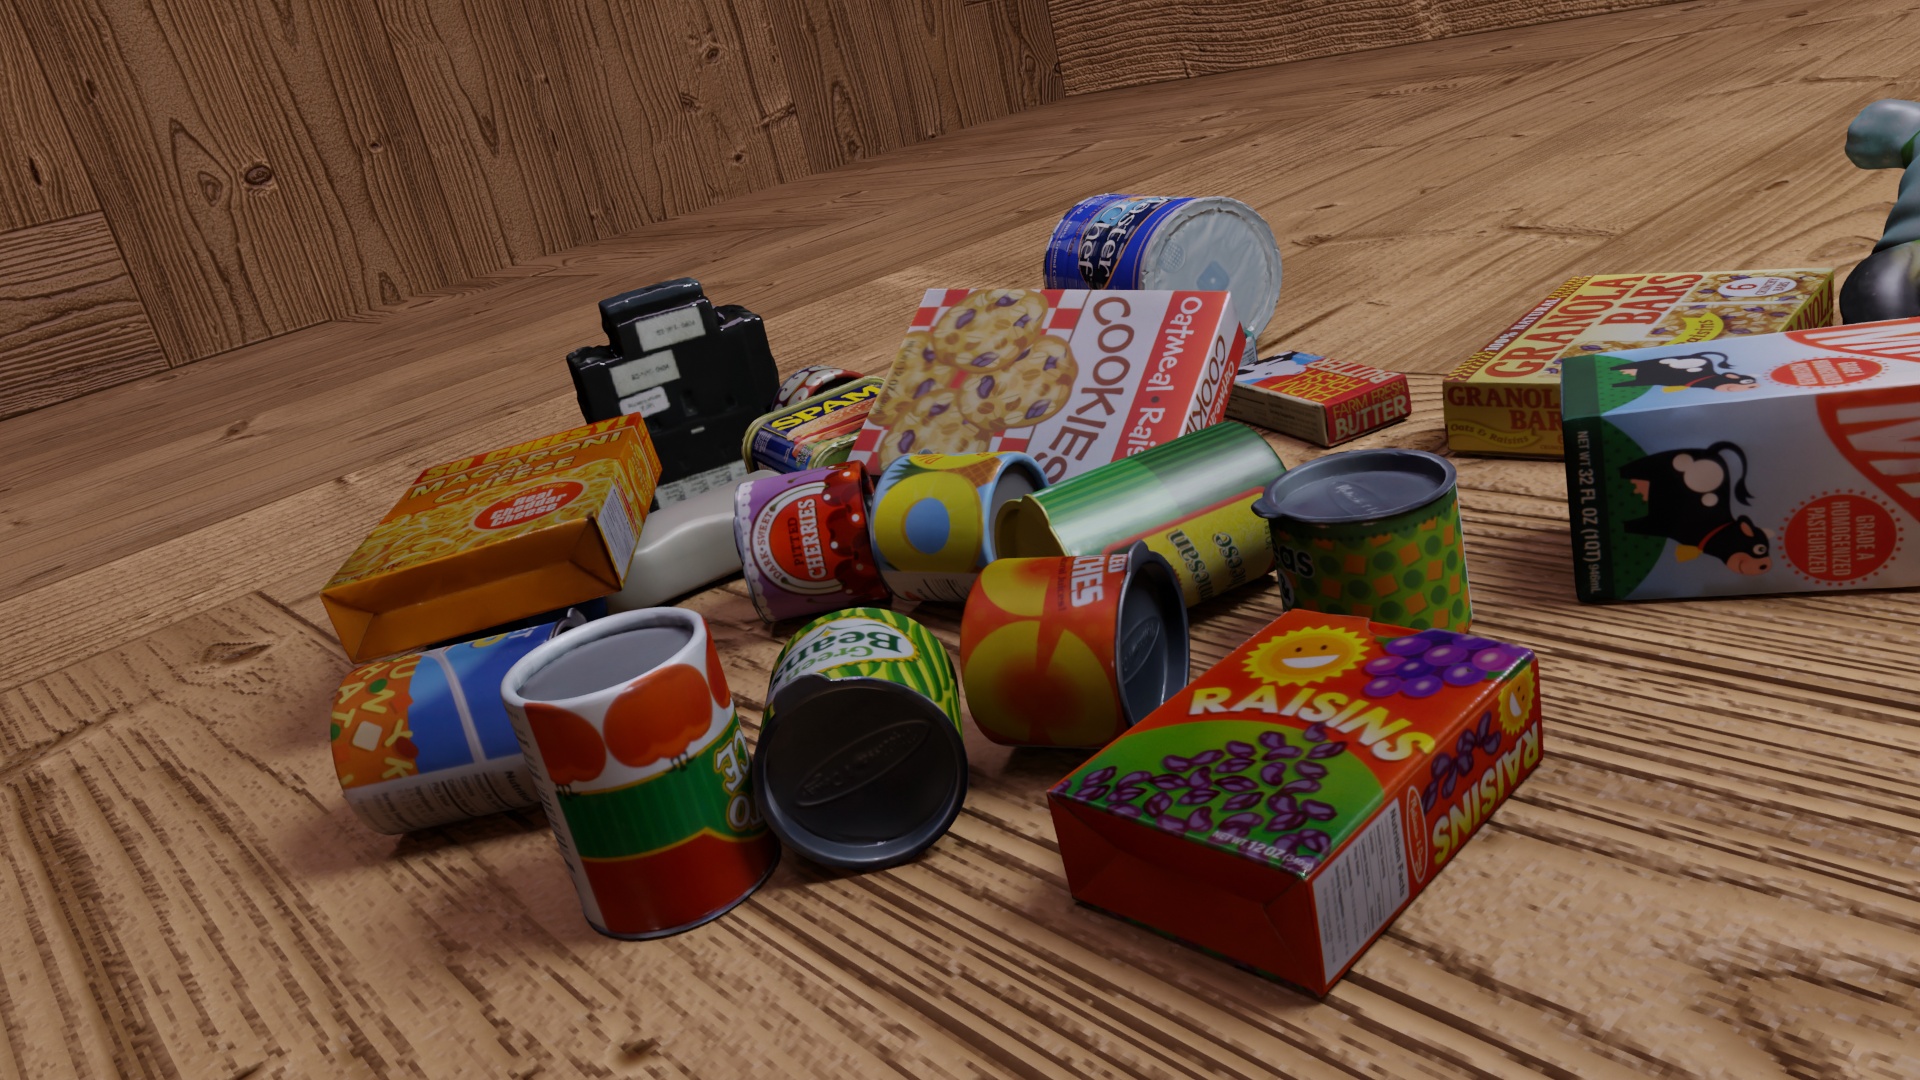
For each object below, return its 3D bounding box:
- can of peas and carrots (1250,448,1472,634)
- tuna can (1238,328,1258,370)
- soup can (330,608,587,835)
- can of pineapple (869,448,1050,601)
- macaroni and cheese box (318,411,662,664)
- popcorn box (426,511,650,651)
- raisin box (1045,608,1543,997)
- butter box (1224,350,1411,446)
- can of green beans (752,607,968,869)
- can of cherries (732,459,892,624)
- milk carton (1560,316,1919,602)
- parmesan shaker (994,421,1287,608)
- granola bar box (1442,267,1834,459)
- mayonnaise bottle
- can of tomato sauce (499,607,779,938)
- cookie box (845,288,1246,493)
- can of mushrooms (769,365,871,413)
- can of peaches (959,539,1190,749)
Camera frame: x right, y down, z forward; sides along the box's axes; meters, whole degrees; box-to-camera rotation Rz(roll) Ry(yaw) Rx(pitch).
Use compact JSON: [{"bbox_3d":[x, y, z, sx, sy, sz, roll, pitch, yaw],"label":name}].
[{"bbox_3d":[0.143,0.006,0.495,0.071,0.058,0.071,-13,20,5],"label":"can of peas and carrots"},{"bbox_3d":[0.141,-0.101,0.816,0.071,0.032,0.071,-12,21,5],"label":"tuna can"},{"bbox_3d":[-0.180,0.068,0.523,0.084,0.071,0.071,-13,20,4],"label":"soup can"},{"bbox_3d":[0.002,-0.008,0.606,0.058,0.070,0.071,0,24,31],"label":"can of pineapple"},{"bbox_3d":[-0.217,-0.007,0.672,0.124,0.040,0.167,-15,21,0],"label":"macaroni and cheese box"},{"bbox_3d":[-0.234,0.014,0.744,0.127,0.038,0.085,-24,21,-25],"label":"popcorn box"},{"bbox_3d":[0.098,0.066,0.397,0.124,0.040,0.086,-29,24,-37],"label":"raisin box"},{"bbox_3d":[0.185,-0.077,0.737,0.053,0.024,0.103,-20,21,-16],"label":"butter box"},{"bbox_3d":[-0.032,0.062,0.449,0.071,0.071,0.058,-13,20,2],"label":"can of green beans"},{"bbox_3d":[-0.066,0.000,0.630,0.058,0.071,0.072,-11,20,3],"label":"can of cherries"},{"bbox_3d":[0.308,-0.030,0.468,0.190,0.072,0.074,-4,22,24],"label":"milk carton"},{"bbox_3d":[0.074,-0.003,0.547,0.103,0.071,0.071,-21,21,-21],"label":"parmesan shaker"},{"bbox_3d":[0.320,-0.084,0.650,0.124,0.039,0.166,7,29,42],"label":"granola bar box"},{"bbox_3d":[-0.152,0.008,0.704,0.148,0.041,0.065,-25,23,-24],"label":"mayonnaise bottle"},{"bbox_3d":[-0.099,0.071,0.442,0.071,0.082,0.071,-12,20,5],"label":"can of tomato sauce"},{"bbox_3d":[0.041,-0.065,0.675,0.167,0.040,0.123,6,58,29],"label":"cookie box"},{"bbox_3d":[-0.075,-0.071,0.825,0.071,0.070,0.033,-25,23,-28],"label":"can of mushrooms"},{"bbox_3d":[0.039,0.035,0.468,0.058,0.071,0.071,-3,22,29],"label":"can of peaches"}]
